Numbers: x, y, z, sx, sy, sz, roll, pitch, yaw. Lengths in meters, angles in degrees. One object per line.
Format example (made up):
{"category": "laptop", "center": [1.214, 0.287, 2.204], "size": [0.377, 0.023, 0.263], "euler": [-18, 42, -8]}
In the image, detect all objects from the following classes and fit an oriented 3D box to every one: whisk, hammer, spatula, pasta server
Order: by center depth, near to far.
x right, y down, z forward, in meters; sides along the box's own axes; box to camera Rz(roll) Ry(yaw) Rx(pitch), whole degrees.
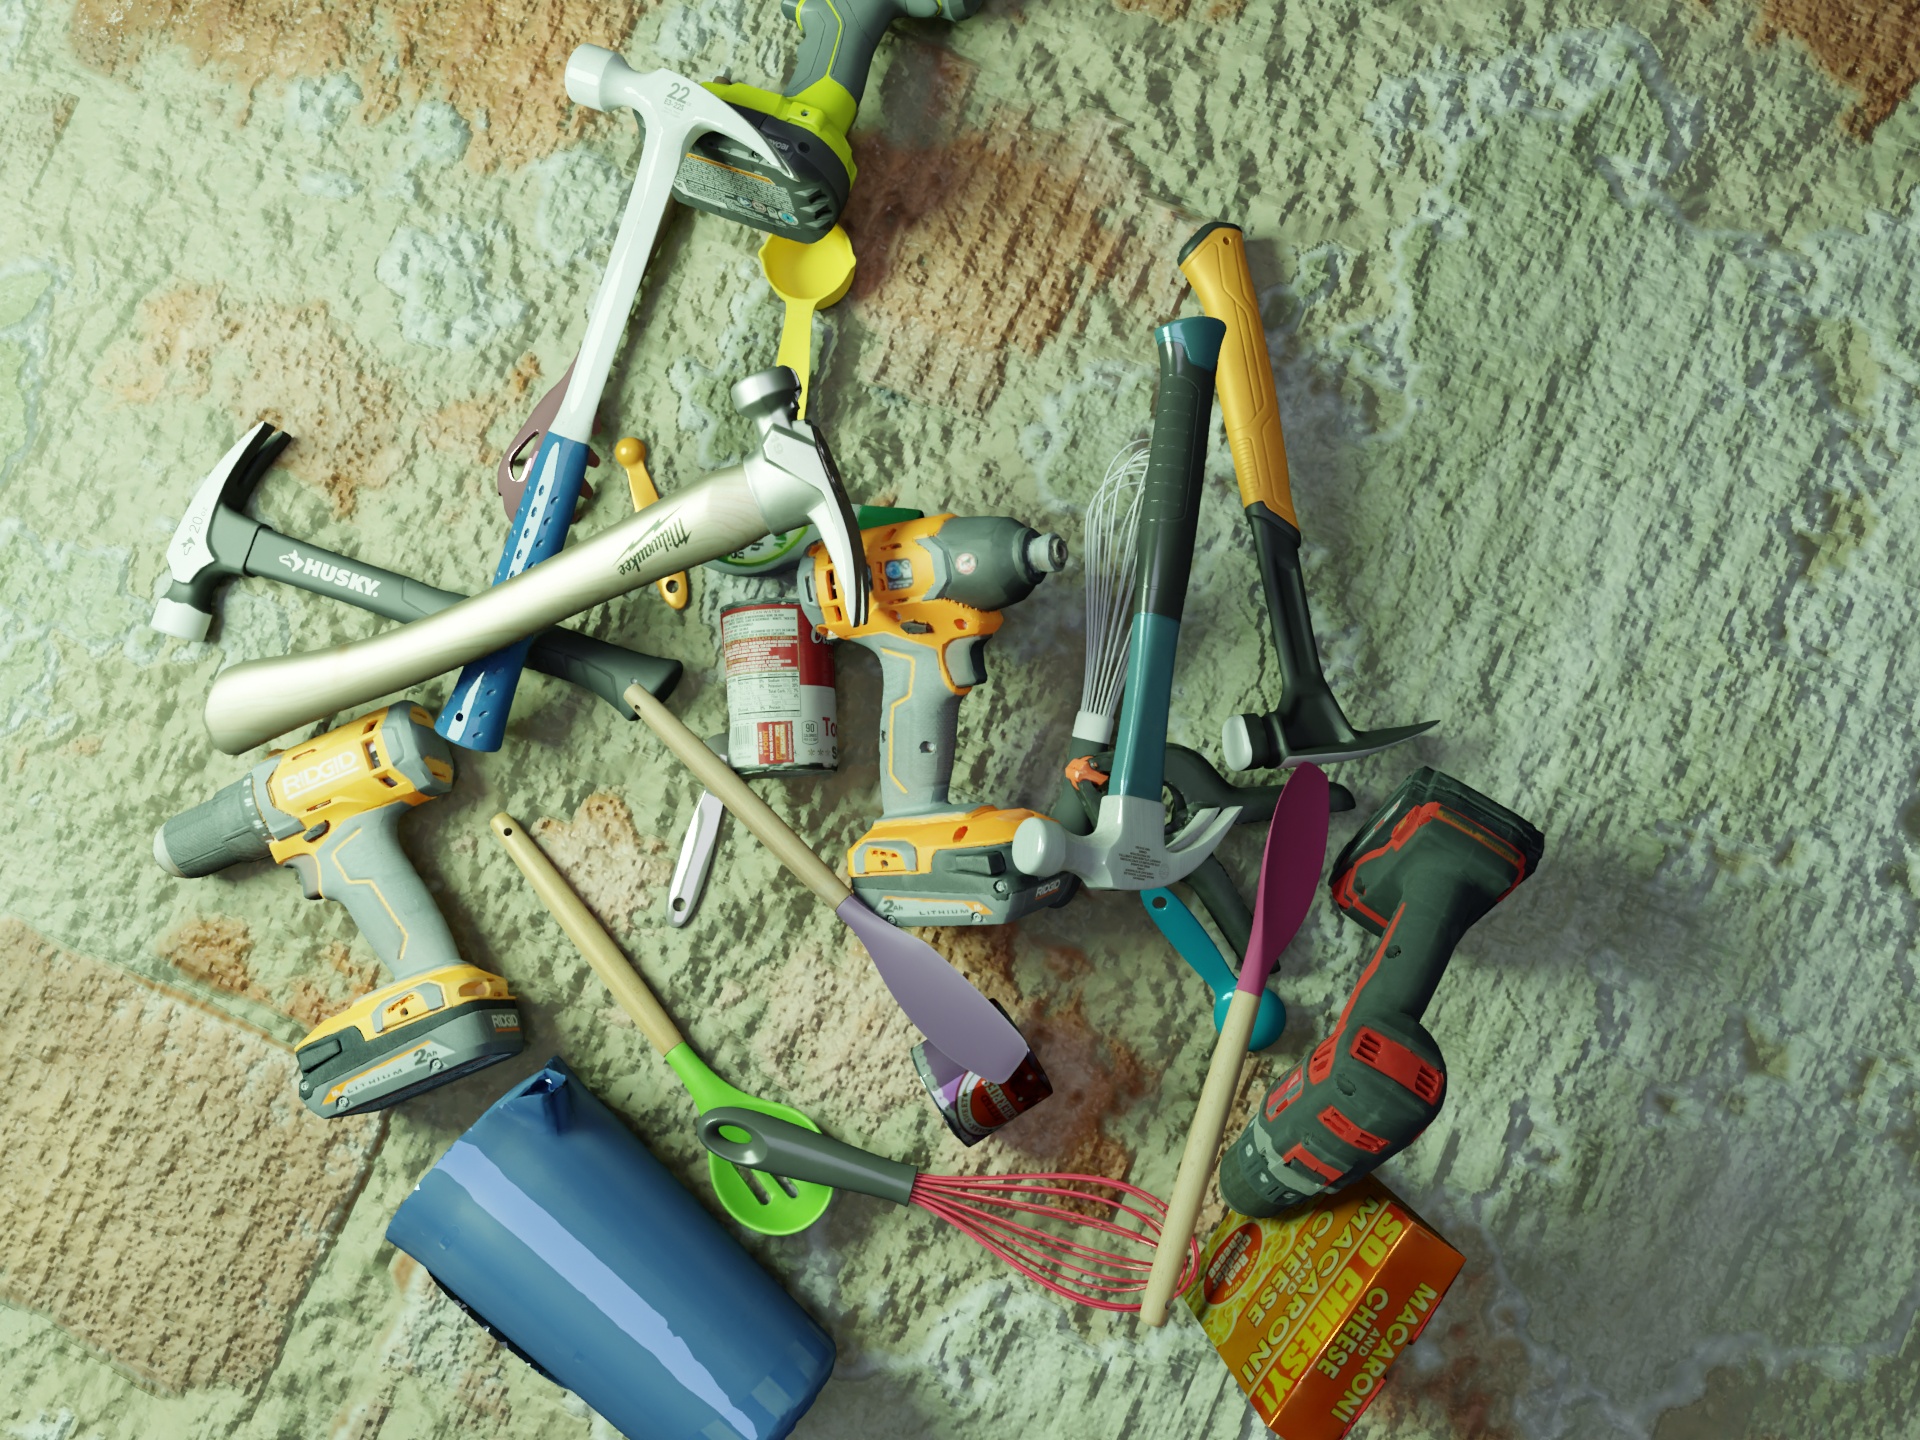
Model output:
{"category": "hammer", "center": [0.109, -0.069, 0.875], "size": [0.128, 0.033, 0.331], "euler": [15, 78, -29]}
{"category": "spatula", "center": [-0.084, 0.087, 0.902], "size": [0.316, 0.018, 0.059], "euler": [43, 132, 14]}
{"category": "whisk", "center": [-0.008, 0.270, 0.905], "size": [0.296, 0.073, 0.073], "euler": [15, 85, 4]}
{"category": "hammer", "center": [-0.251, -0.055, 0.905], "size": [0.410, 0.038, 0.146], "euler": [-21, 92, 13]}
{"category": "hammer", "center": [-0.219, -0.173, 0.925], "size": [0.144, 0.035, 0.405], "euler": [23, 99, 10]}
{"category": "whisk", "center": [0.085, -0.027, 0.943], "size": [0.070, 0.070, 0.284], "euler": [13, 90, 6]}
{"category": "hammer", "center": [0.189, -0.139, 0.945], "size": [0.127, 0.034, 0.337], "euler": [-6, 78, -18]}
{"category": "hammer", "center": [-0.332, -0.076, 0.995], "size": [0.335, 0.035, 0.146], "euler": [18, 86, 7]}
{"category": "pasta server", "center": [-0.214, -0.268, 1.011], "size": [0.060, 0.040, 0.316], "euler": [22, 82, 7]}

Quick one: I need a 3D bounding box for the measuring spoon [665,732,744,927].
{"category": "measuring spoon", "center": [-0.159, 0.067, 0.972], "size": [0.034, 0.018, 0.124], "euler": [16, 86, 6]}

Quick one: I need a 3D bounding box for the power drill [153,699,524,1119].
{"category": "power drill", "center": [-0.377, 0.121, 0.957], "size": [0.185, 0.084, 0.226], "euler": [-22, 78, 3]}

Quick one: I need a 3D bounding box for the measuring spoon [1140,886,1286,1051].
{"category": "measuring spoon", "center": [0.142, 0.143, 0.910], "size": [0.042, 0.021, 0.128], "euler": [-34, 106, 17]}

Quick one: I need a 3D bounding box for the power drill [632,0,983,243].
{"category": "power drill", "center": [-0.106, -0.425, 0.982], "size": [0.190, 0.080, 0.228], "euler": [22, 76, 13]}

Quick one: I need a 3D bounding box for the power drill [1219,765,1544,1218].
{"category": "power drill", "center": [0.215, 0.155, 0.848], "size": [0.080, 0.187, 0.227], "euler": [31, 53, 5]}

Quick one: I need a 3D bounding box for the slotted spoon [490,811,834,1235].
{"category": "slotted spoon", "center": [-0.186, 0.177, 0.959], "size": [0.070, 0.031, 0.314], "euler": [-38, 80, -13]}

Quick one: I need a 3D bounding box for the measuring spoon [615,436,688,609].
{"category": "measuring spoon", "center": [-0.194, -0.125, 0.999], "size": [0.021, 0.011, 0.117], "euler": [-19, 83, 3]}

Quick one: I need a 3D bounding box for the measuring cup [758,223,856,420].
{"category": "measuring cup", "center": [-0.100, -0.237, 0.997], "size": [0.062, 0.029, 0.156], "euler": [7, 87, 6]}

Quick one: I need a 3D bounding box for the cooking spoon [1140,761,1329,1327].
{"category": "cooking spoon", "center": [0.151, 0.176, 0.880], "size": [0.017, 0.068, 0.319], "euler": [11, 79, 40]}

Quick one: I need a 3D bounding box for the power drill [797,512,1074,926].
{"category": "power drill", "center": [-0.001, -0.003, 0.895], "size": [0.164, 0.084, 0.226], "euler": [-7, 93, 34]}
